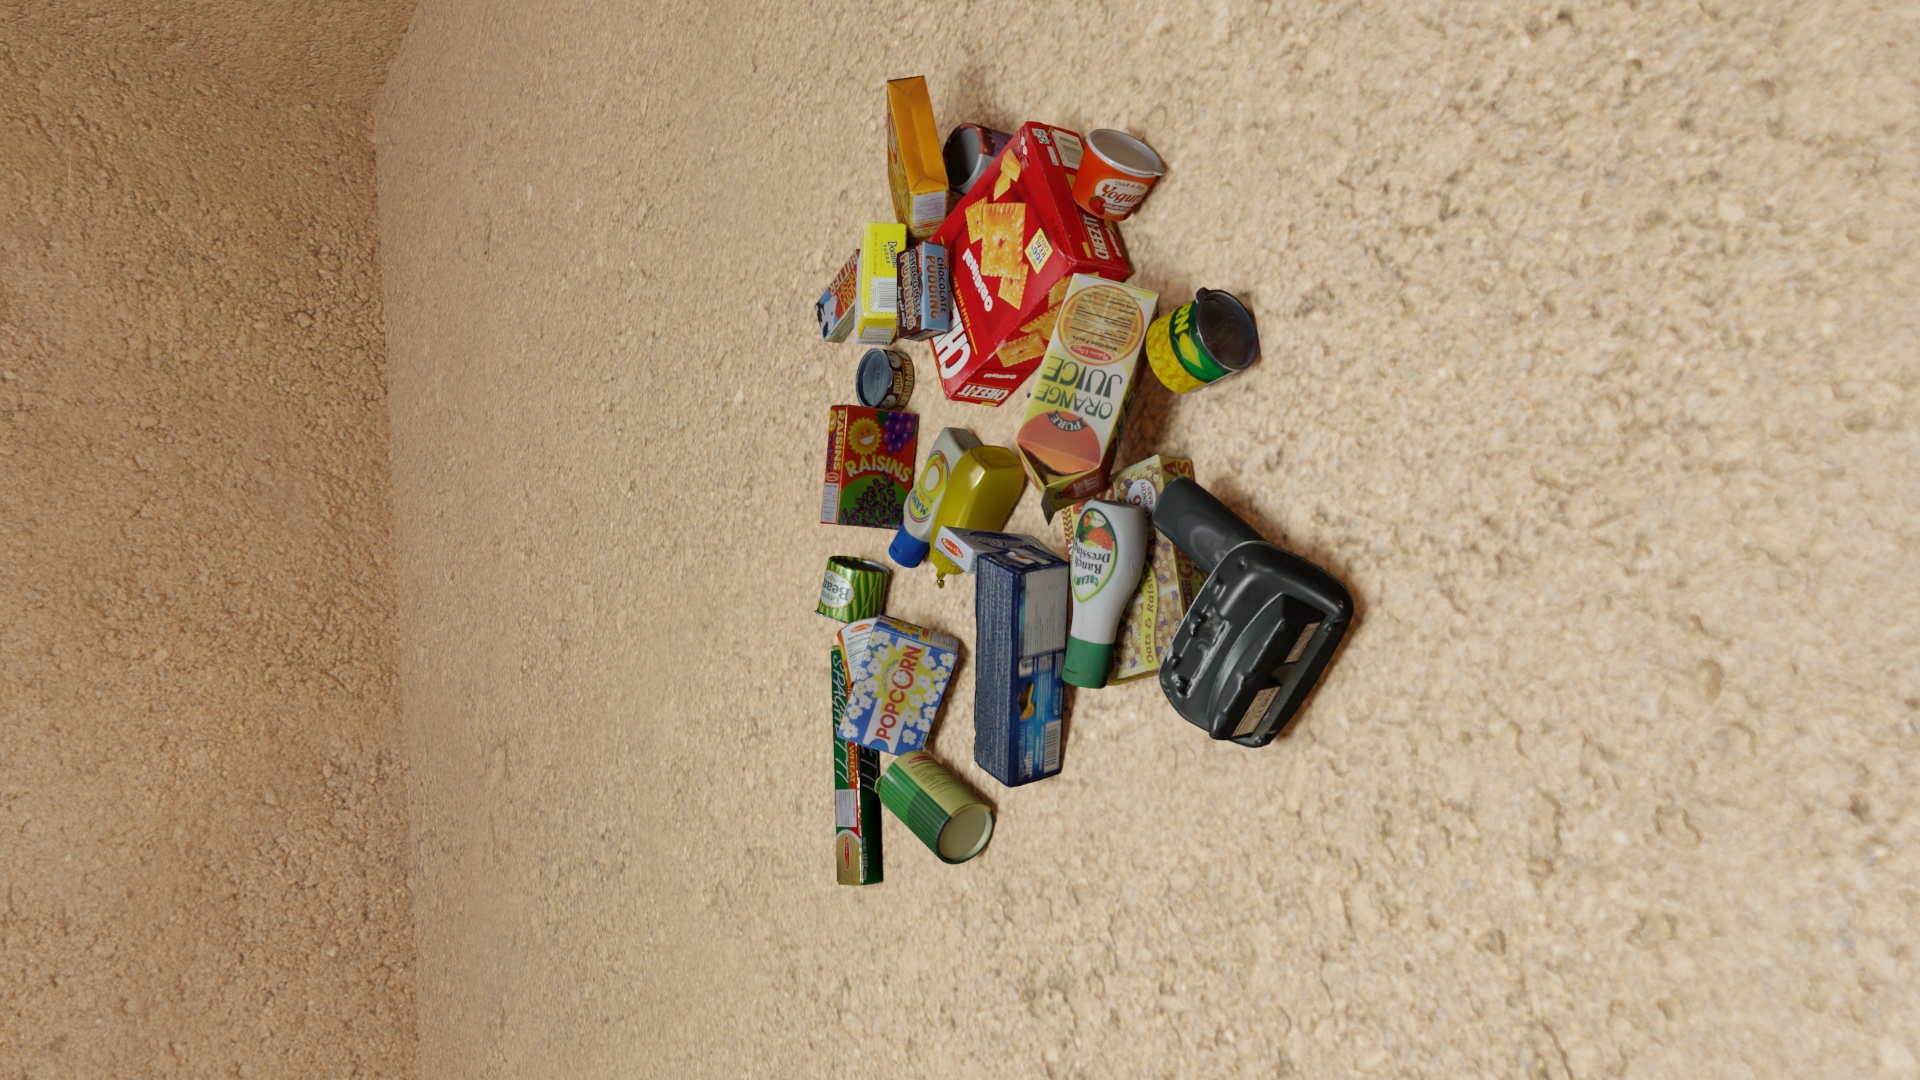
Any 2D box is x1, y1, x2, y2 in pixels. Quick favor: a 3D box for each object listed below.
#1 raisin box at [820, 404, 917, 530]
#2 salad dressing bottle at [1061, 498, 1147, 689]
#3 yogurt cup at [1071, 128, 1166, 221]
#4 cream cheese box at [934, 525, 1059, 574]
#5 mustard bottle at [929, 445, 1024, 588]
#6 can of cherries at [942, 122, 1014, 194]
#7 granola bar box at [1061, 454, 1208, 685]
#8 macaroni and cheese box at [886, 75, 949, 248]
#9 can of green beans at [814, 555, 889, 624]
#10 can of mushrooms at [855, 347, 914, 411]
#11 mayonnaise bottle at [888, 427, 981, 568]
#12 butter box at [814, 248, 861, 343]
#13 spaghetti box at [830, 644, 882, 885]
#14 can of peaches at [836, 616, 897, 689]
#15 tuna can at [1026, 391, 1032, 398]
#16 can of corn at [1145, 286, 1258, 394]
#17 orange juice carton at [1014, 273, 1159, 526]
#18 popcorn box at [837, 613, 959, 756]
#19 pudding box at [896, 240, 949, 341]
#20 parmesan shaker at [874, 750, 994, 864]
[{"bbox_3d":[-0.093,-0.074,1.424,0.040,0.086,0.123,6,91,58],"label":"raisin box"},{"bbox_3d":[0.111,0.043,1.102,0.064,0.044,0.147,18,101,51],"label":"salad dressing bottle"},{"bbox_3d":[0.129,-0.307,1.172,0.072,0.072,0.053,62,141,36],"label":"yogurt cup"},{"bbox_3d":[0.034,0.012,1.227,0.053,0.104,0.024,40,116,47],"label":"cream cheese box"},{"bbox_3d":[0.005,-0.016,1.306,0.049,0.065,0.159,55,132,36],"label":"mustard bottle"},{"bbox_3d":[0.022,-0.361,1.325,0.071,0.058,0.071,-7,81,53],"label":"can of cherries"},{"bbox_3d":[0.144,0.027,1.131,0.124,0.039,0.166,-24,67,49],"label":"granola bar box"},{"bbox_3d":[-0.043,-0.351,1.357,0.166,0.040,0.124,98,161,-73],"label":"macaroni and cheese box"},{"bbox_3d":[-0.112,0.052,1.451,0.071,0.071,0.057,26,107,52],"label":"can of green beans"},{"bbox_3d":[-0.078,-0.168,1.459,0.071,0.033,0.071,-10,77,53],"label":"can of mushrooms"},{"bbox_3d":[-0.025,-0.037,1.364,0.147,0.041,0.065,-59,46,30],"label":"mayonnaise bottle"},{"bbox_3d":[-0.124,-0.270,1.540,0.103,0.024,0.053,-44,53,42],"label":"butter box"},{"bbox_3d":[-0.109,0.233,1.458,0.050,0.029,0.250,-15,74,52],"label":"spaghetti box"},{"bbox_3d":[-0.087,0.117,1.413,0.071,0.071,0.058,-39,57,45],"label":"can of peaches"},{"bbox_3d":[0.093,-0.113,1.190,0.071,0.071,0.033,-19,72,51],"label":"tuna can"},{"bbox_3d":[0.184,-0.154,1.072,0.058,0.071,0.071,-24,67,51],"label":"can of corn"},{"bbox_3d":[0.097,-0.108,1.115,0.073,0.071,0.193,17,79,12],"label":"orange juice carton"},{"bbox_3d":[-0.060,0.143,1.352,0.038,0.085,0.126,-82,11,-71],"label":"popcorn box"},{"bbox_3d":[-0.035,-0.231,1.293,0.049,0.030,0.083,-5,83,54],"label":"pudding box"},{"bbox_3d":[-0.025,0.251,1.306,0.103,0.071,0.071,33,113,50],"label":"parmesan shaker"}]
